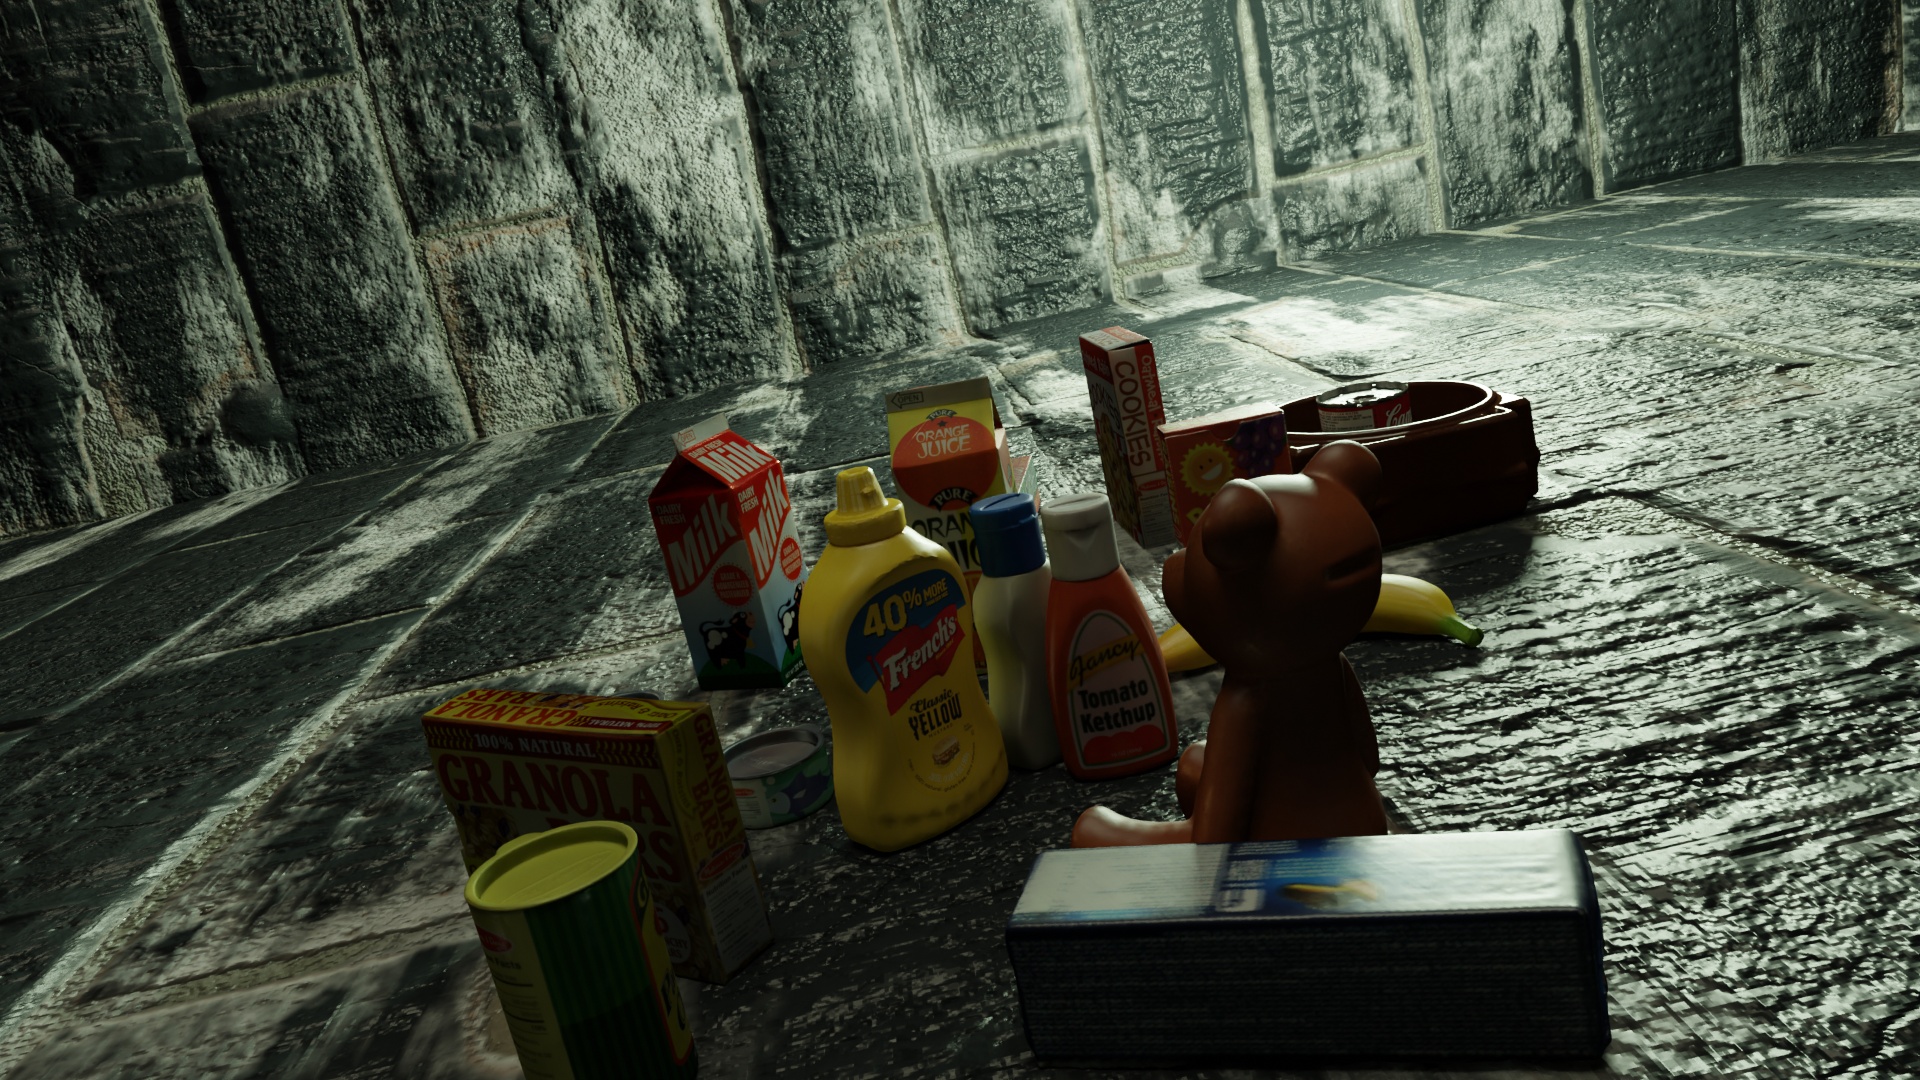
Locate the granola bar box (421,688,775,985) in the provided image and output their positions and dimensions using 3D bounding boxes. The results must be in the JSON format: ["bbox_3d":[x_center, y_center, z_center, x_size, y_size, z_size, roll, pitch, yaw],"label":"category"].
[{"bbox_3d":[-0.176,0.136,0.659,0.165,0.124,0.039,-2,18,34],"label":"granola bar box"}]

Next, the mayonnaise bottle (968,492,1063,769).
[{"bbox_3d":[0.037,0.049,0.771,0.065,0.147,0.041,-24,18,-38],"label":"mayonnaise bottle"}]

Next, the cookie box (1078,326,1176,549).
[{"bbox_3d":[0.143,-0.090,1.162,0.040,0.167,0.123,-13,14,-3],"label":"cookie box"}]

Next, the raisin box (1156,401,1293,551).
[{"bbox_3d":[0.191,-0.028,0.981,0.086,0.123,0.040,-12,14,1],"label":"raisin box"}]

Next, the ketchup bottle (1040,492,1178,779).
[{"bbox_3d":[0.073,0.050,0.735,0.065,0.148,0.043,-12,14,-1],"label":"ketchup bottle"}]

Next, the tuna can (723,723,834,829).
[{"bbox_3d":[-0.105,0.134,0.792,0.071,0.032,0.071,-11,15,3],"label":"tuna can"}]

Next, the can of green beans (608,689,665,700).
[{"bbox_3d":[-0.203,0.130,0.835,0.071,0.057,0.071,-11,15,3],"label":"can of green beans"}]

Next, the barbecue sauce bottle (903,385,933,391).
[{"bbox_3d":[-0.023,-0.060,1.218,0.065,0.148,0.044,2,20,43],"label":"barbecue sauce bottle"}]

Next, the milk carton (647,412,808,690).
[{"bbox_3d":[-0.164,0.007,1.000,0.073,0.190,0.072,-6,16,23],"label":"milk carton"}]

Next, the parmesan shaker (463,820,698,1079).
[{"bbox_3d":[-0.148,0.172,0.548,0.071,0.102,0.071,-11,14,3],"label":"parmesan shaker"}]

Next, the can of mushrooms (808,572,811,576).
[{"bbox_3d":[-0.136,0.052,1.116,0.071,0.033,0.071,-11,15,3],"label":"can of mushrooms"}]

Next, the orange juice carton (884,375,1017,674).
[{"bbox_3d":[0.003,-0.012,0.933,0.072,0.192,0.073,-10,14,7],"label":"orange juice carton"}]

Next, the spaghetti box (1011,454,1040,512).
[{"bbox_3d":[0.045,-0.023,1.220,0.028,0.050,0.251,-10,15,10],"label":"spaghetti box"}]
